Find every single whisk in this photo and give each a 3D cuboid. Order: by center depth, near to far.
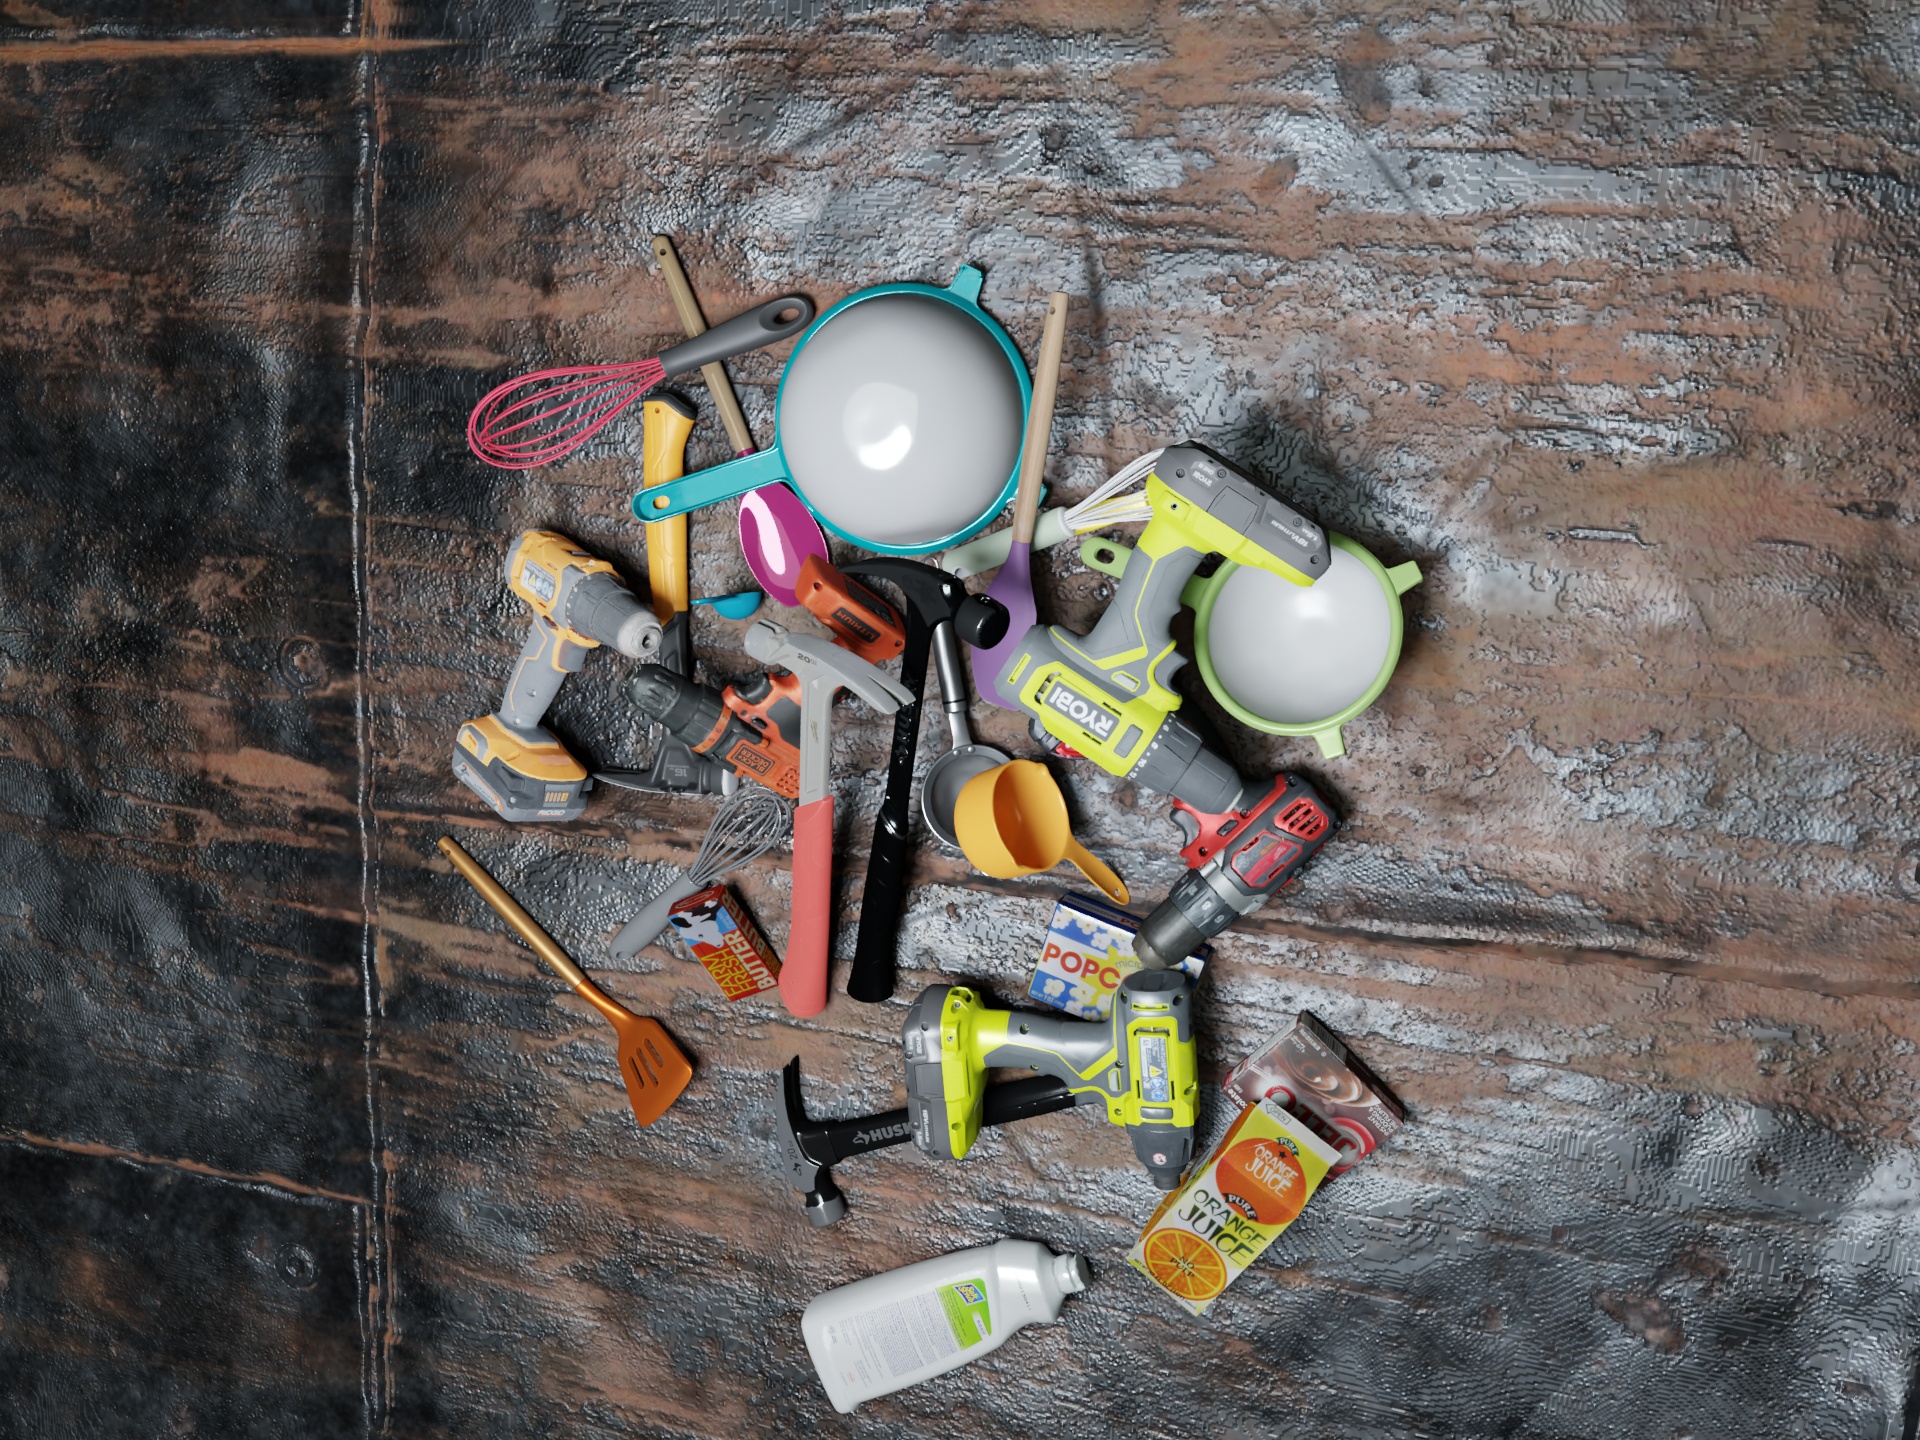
[{"bbox_3d":[0.087,-0.154,1.202,0.246,0.057,0.059,-18,56,32],"label":"whisk"},{"bbox_3d":[-0.254,-0.275,1.269,0.296,0.073,0.073,-22,93,1],"label":"whisk"},{"bbox_3d":[-0.231,0.136,1.369,0.239,0.055,0.055,-43,86,24],"label":"whisk"}]

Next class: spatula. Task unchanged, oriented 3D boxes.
[{"bbox_3d":[0.048,-0.160,1.190,0.060,0.018,0.315,23,114,34],"label":"spatula"},{"bbox_3d":[-0.362,0.222,1.428,0.322,0.041,0.081,44,110,7],"label":"spatula"}]

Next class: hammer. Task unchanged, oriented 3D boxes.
[{"bbox_3d":[-0.054,0.060,1.243,0.149,0.036,0.408,32,128,33],"label":"hammer"},{"bbox_3d":[-0.110,0.099,1.258,0.149,0.037,0.358,28,130,30],"label":"hammer"},{"bbox_3d":[-0.003,0.325,1.337,0.335,0.035,0.146,-18,95,19],"label":"hammer"},{"bbox_3d":[-0.251,-0.104,1.339,0.127,0.034,0.337,3,101,16],"label":"hammer"}]

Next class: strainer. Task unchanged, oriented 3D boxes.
[{"bbox_3d":[0.209,-0.082,1.187,0.256,0.069,0.151,25,96,26],"label":"strainer"},{"bbox_3d":[-0.113,-0.212,1.227,0.340,0.095,0.211,-16,95,13],"label":"strainer"},{"bbox_3d":[-0.002,-0.004,1.272,0.087,0.050,0.258,-11,94,-11],"label":"strainer"}]

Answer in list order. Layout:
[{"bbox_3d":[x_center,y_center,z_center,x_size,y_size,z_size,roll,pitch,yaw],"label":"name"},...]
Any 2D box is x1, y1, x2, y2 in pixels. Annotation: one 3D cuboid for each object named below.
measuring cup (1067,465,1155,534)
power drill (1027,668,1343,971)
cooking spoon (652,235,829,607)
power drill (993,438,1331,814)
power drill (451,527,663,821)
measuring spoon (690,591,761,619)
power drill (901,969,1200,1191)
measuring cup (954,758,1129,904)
[{"bbox_3d":[0.121,-0.162,1.212,0.156,0.029,0.062,-14,95,17],"label":"measuring cup"},{"bbox_3d":[0.150,0.061,1.208,0.188,0.080,0.227,-44,88,8],"label":"power drill"},{"bbox_3d":[-0.185,-0.245,1.301,0.069,0.017,0.319,-21,93,14],"label":"cooking spoon"},{"bbox_3d":[0.158,-0.060,1.112,0.190,0.080,0.228,33,107,2],"label":"power drill"},{"bbox_3d":[-0.332,-0.028,1.326,0.185,0.084,0.226,31,108,38],"label":"power drill"},{"bbox_3d":[-0.190,-0.089,1.271,0.042,0.128,0.021,-8,95,9],"label":"measuring spoon"},{"bbox_3d":[0.075,0.283,1.246,0.223,0.080,0.171,-2,102,16],"label":"power drill"},{"bbox_3d":[0.063,0.101,1.245,0.052,0.095,0.173,-18,133,40],"label":"measuring cup"}]
